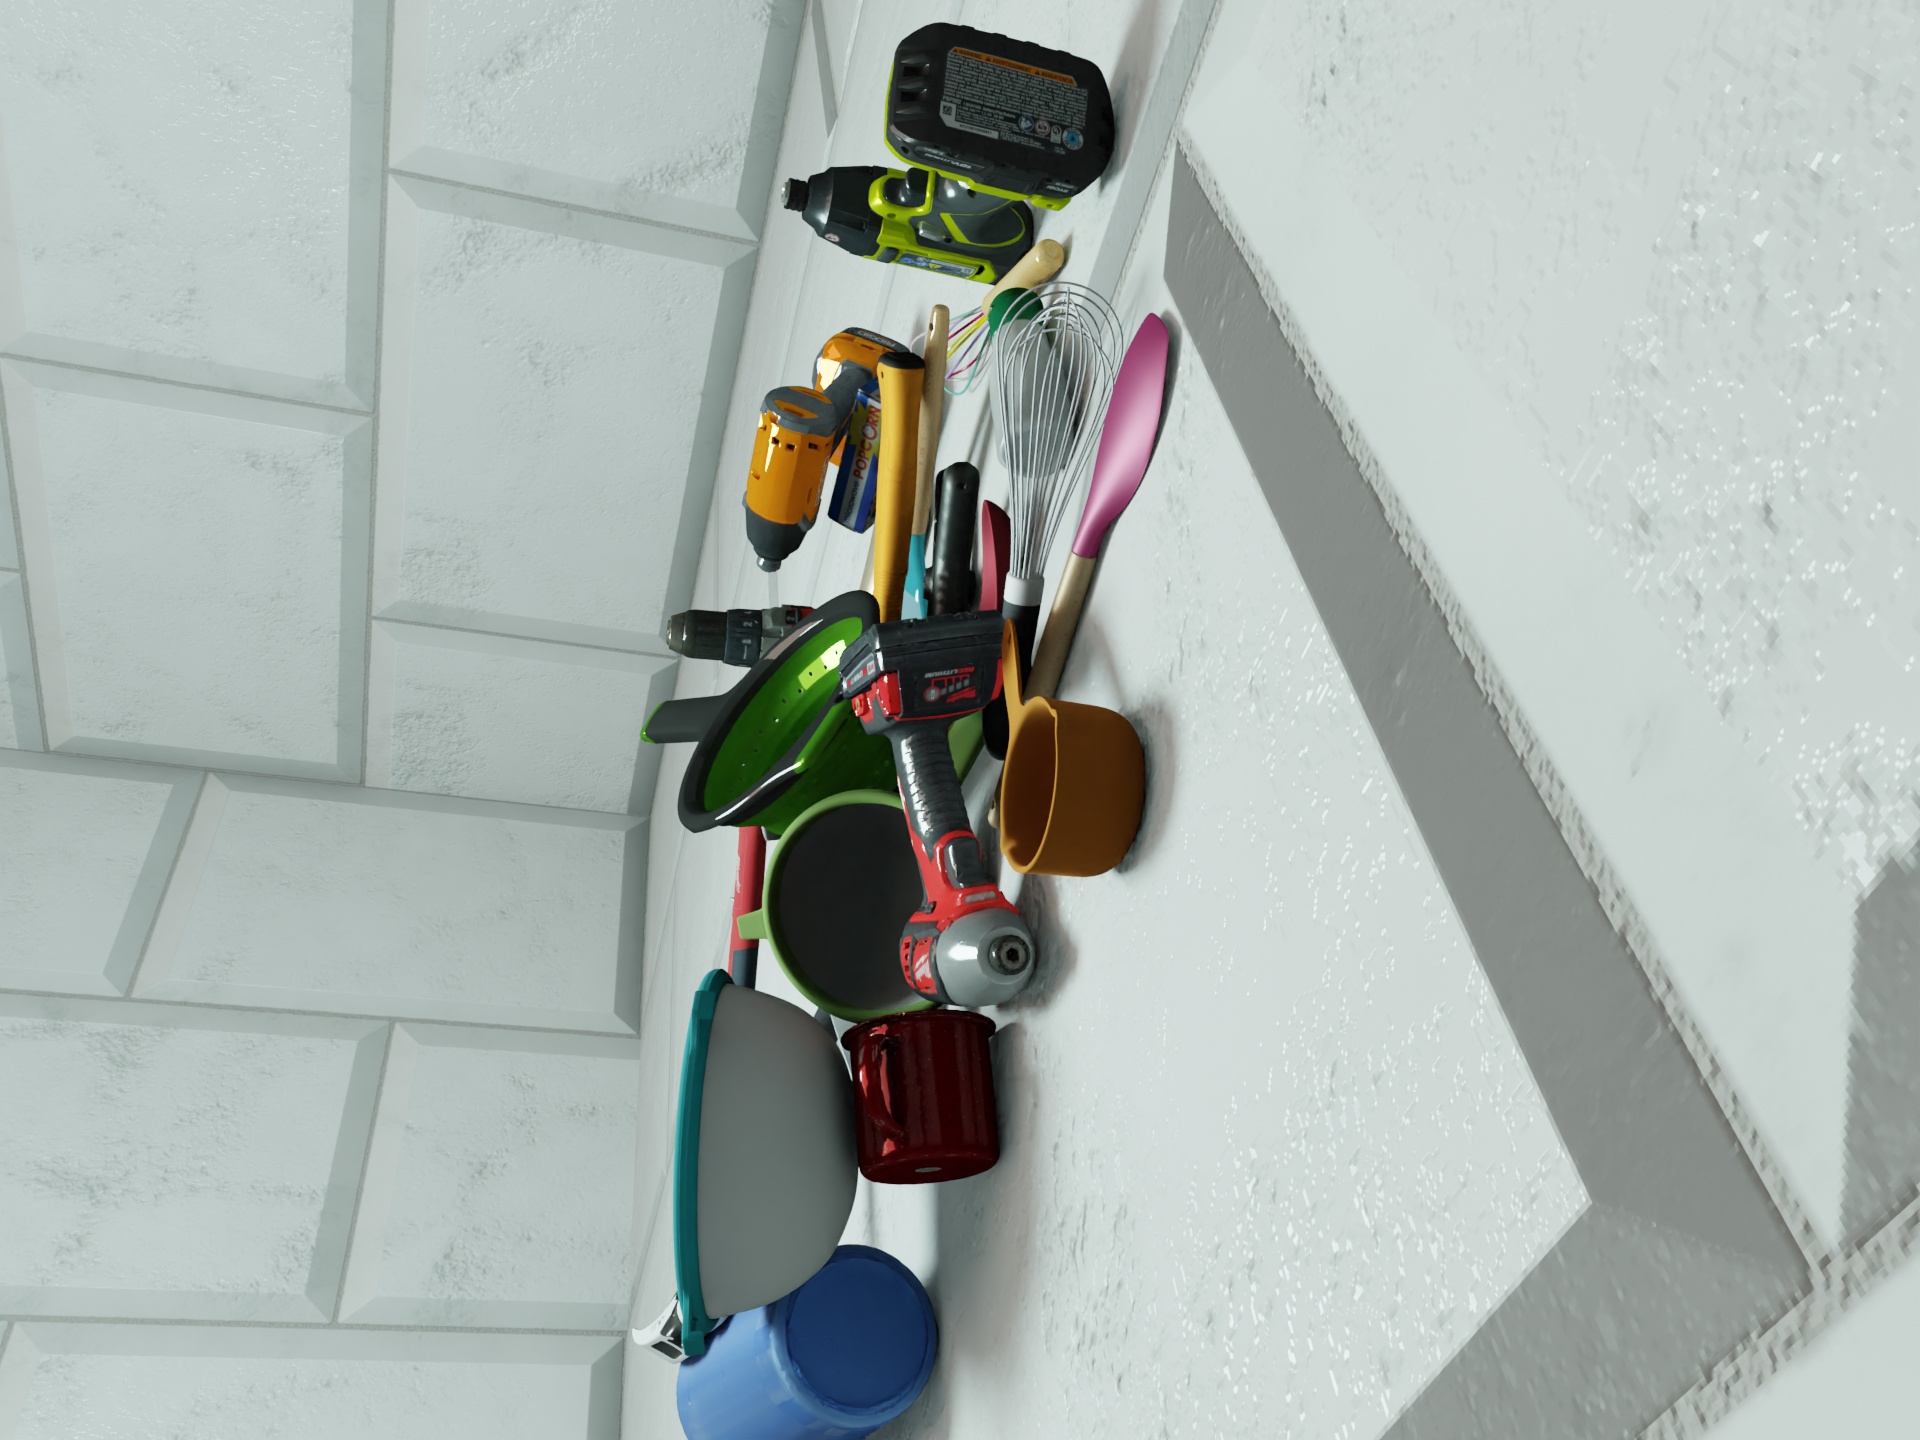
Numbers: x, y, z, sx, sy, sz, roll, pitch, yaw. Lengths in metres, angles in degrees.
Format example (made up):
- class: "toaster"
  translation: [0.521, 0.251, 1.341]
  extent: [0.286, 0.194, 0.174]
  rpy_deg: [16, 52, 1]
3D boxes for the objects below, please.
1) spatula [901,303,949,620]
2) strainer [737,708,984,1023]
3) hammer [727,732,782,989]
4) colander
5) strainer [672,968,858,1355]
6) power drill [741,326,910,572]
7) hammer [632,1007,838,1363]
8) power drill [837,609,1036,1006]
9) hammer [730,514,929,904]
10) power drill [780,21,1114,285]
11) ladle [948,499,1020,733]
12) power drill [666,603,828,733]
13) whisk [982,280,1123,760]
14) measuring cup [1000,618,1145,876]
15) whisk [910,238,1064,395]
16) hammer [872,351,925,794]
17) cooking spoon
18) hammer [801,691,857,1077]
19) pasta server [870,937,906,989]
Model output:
- class: "spatula"
  translation: [-0.039, -0.163, 1.202]
  extent: [0.082, 0.044, 0.317]
  rpy_deg: [45, 141, 38]
- class: "strainer"
  translation: [-0.023, 0.072, 1.025]
  extent: [0.256, 0.151, 0.069]
  rpy_deg: [-61, -15, 9]
- class: "hammer"
  translation: [-0.179, 0.199, 1.345]
  extent: [0.143, 0.038, 0.386]
  rpy_deg: [-124, 35, -50]
- class: "colander"
  translation: [-0.138, 0.018, 1.179]
  extent: [0.204, 0.094, 0.397]
  rpy_deg: [-58, 24, -18]
- class: "strainer"
  translation: [-0.108, 0.262, 1.015]
  extent: [0.340, 0.095, 0.211]
  rpy_deg: [80, -170, -84]
- class: "power drill"
  translation: [-0.121, -0.235, 1.378]
  extent: [0.227, 0.084, 0.164]
  rpy_deg: [-60, -10, -54]
- class: "hammer"
  translation: [-0.151, 0.330, 1.211]
  extent: [0.146, 0.035, 0.335]
  rpy_deg: [-51, 9, 44]
- class: "power drill"
  translation: [-0.006, 0.054, 0.909]
  extent: [0.143, 0.078, 0.220]
  rpy_deg: [155, 107, -72]
- class: "hammer"
  translation: [-0.102, 0.001, 1.348]
  extent: [0.146, 0.038, 0.410]
  rpy_deg: [24, 104, 43]
- class: "power drill"
  translation: [-0.012, -0.347, 1.011]
  extent: [0.223, 0.171, 0.080]
  rpy_deg: [168, 108, -71]
- class: "ladle"
  translation: [-0.002, -0.003, 1.080]
  extent: [0.069, 0.031, 0.315]
  rpy_deg: [-100, 21, -56]
- class: "power drill"
  translation: [-0.180, -0.018, 1.460]
  extent: [0.226, 0.188, 0.080]
  rpy_deg: [107, 162, -46]
- class: "whisk"
  translation: [0.040, -0.107, 0.915]
  extent: [0.070, 0.070, 0.284]
  rpy_deg: [-116, 31, -64]
- class: "measuring cup"
  translation: [0.053, 0.006, 0.819]
  extent: [0.174, 0.052, 0.095]
  rpy_deg: [-97, 20, -48]
- class: "whisk"
  translation: [0.016, -0.279, 1.117]
  extent: [0.051, 0.047, 0.245]
  rpy_deg: [69, 159, -1]
- class: "hammer"
  translation: [-0.052, -0.101, 1.177]
  extent: [0.127, 0.034, 0.336]
  rpy_deg: [-129, 40, -58]
- class: "cooking spoon"
  translation: [0.061, -0.071, 0.886]
  extent: [0.069, 0.017, 0.318]
  rpy_deg: [-109, 30, -56]
- class: "hammer"
  translation: [-0.092, 0.116, 1.196]
  extent: [0.128, 0.033, 0.331]
  rpy_deg: [77, 180, -53]
- class: "pasta server"
  translation: [-0.071, 0.085, 1.160]
  extent: [0.060, 0.040, 0.317]
  rpy_deg: [65, -176, -54]
